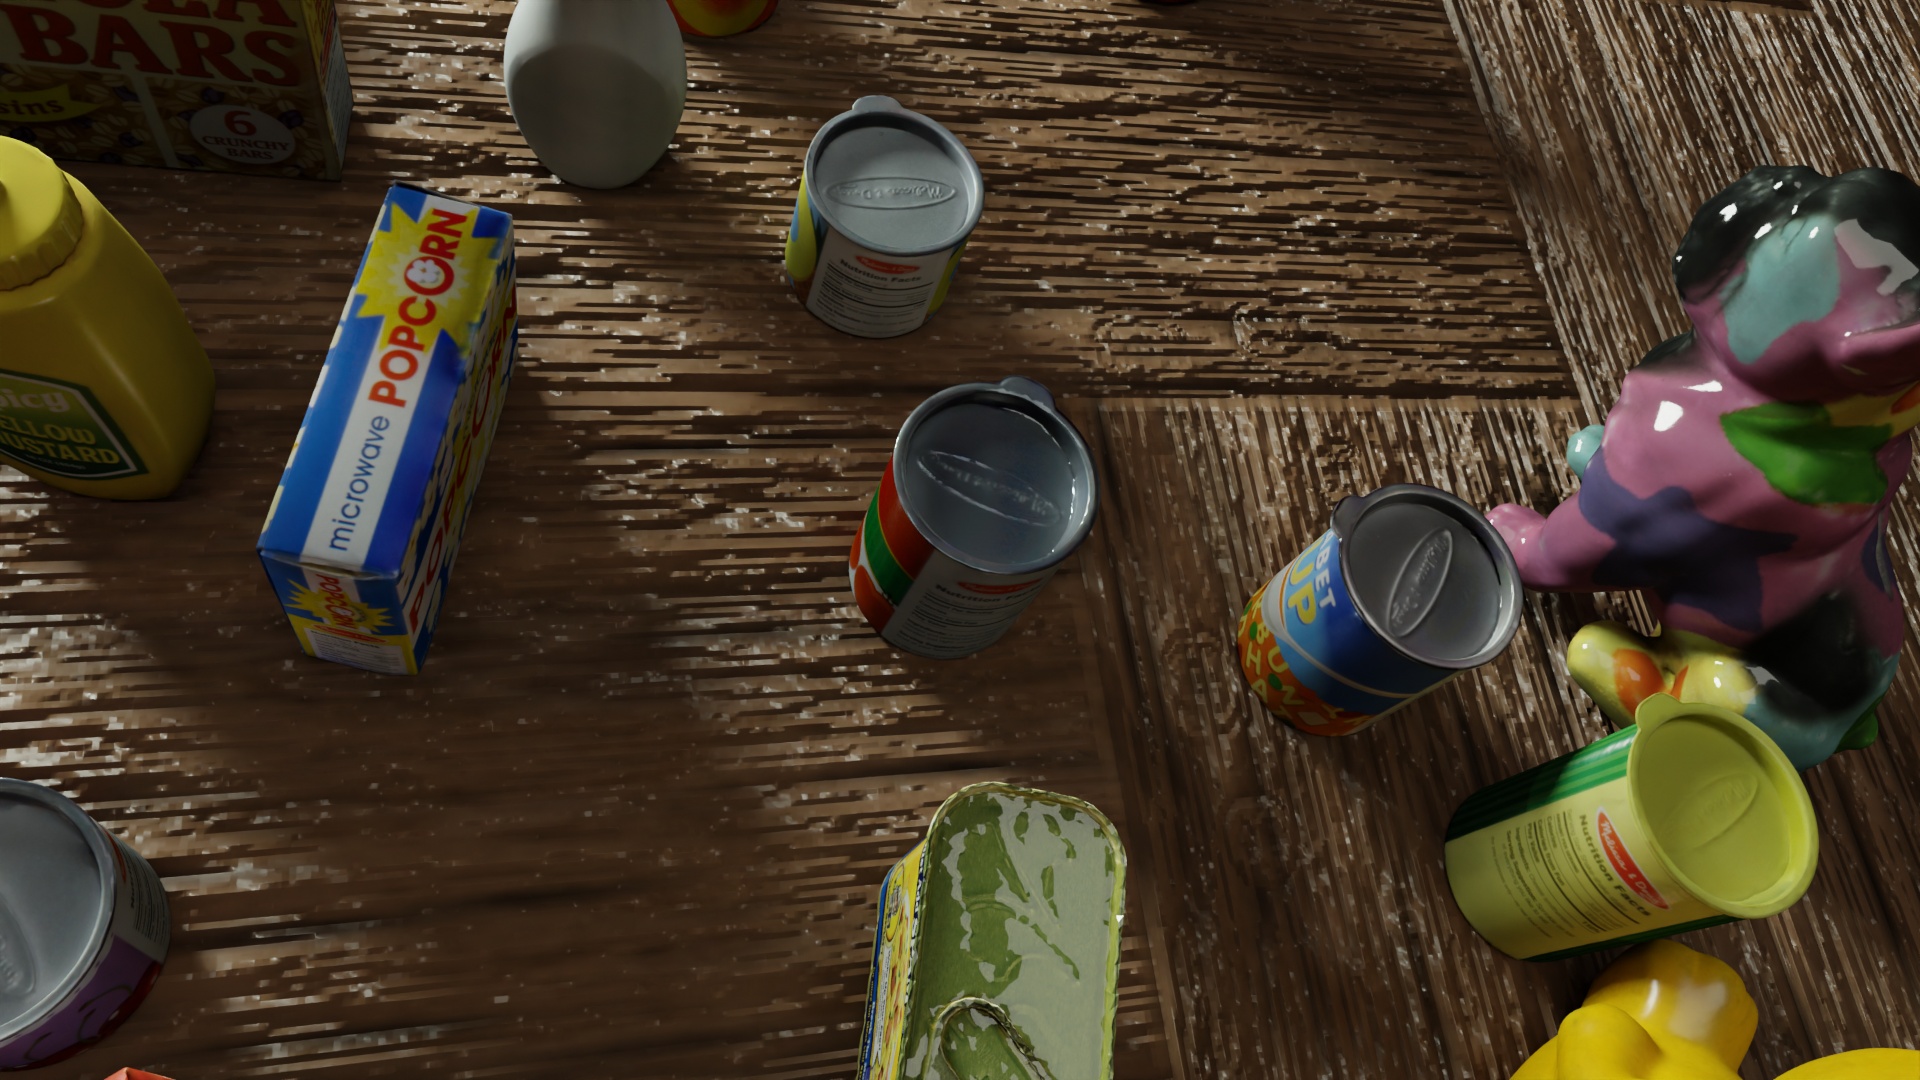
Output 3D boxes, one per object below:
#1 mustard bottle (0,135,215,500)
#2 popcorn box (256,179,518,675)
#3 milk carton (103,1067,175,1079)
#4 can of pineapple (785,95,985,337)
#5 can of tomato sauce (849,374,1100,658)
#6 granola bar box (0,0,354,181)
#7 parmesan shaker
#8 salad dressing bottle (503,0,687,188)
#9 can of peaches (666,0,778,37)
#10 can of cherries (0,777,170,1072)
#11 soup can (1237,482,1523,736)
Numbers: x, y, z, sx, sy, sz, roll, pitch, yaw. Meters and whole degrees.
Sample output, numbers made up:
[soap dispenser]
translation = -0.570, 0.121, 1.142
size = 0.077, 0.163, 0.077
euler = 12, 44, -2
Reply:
[mustard bottle]
translation = -0.250, -0.063, 0.375
size = 0.065, 0.159, 0.049
euler = 11, 64, -11
[popcorn box]
translation = -0.170, -0.032, 0.426
size = 0.038, 0.085, 0.127
euler = 12, 64, -10
[milk carton]
translation = -0.172, 0.161, 0.277
size = 0.072, 0.189, 0.073
euler = -32, 78, -26
[can of pineapple]
translation = -0.030, -0.120, 0.522
size = 0.071, 0.057, 0.071
euler = 6, 65, -13
[can of tomato sauce]
translation = 0.002, -0.006, 0.464
size = 0.071, 0.082, 0.071
euler = 6, 65, -13
[granola bar box]
translation = -0.288, -0.171, 0.434
size = 0.166, 0.123, 0.039
euler = 1, 66, -15
[parmesan shaker]
translation = 0.218, 0.099, 0.467
size = 0.071, 0.102, 0.071
euler = 6, 65, -13
[salad dressing bottle]
translation = -0.123, -0.182, 0.473
size = 0.064, 0.147, 0.044
euler = 5, 65, -14
[can of peaches]
translation = -0.101, -0.246, 0.560
size = 0.071, 0.057, 0.071
euler = 6, 65, -13
[can of cherries]
translation = -0.249, 0.102, 0.357
size = 0.071, 0.058, 0.072
euler = 6, 65, -13
[soup can]
translation = 0.142, 0.025, 0.490
size = 0.071, 0.083, 0.071
euler = 6, 65, -13
